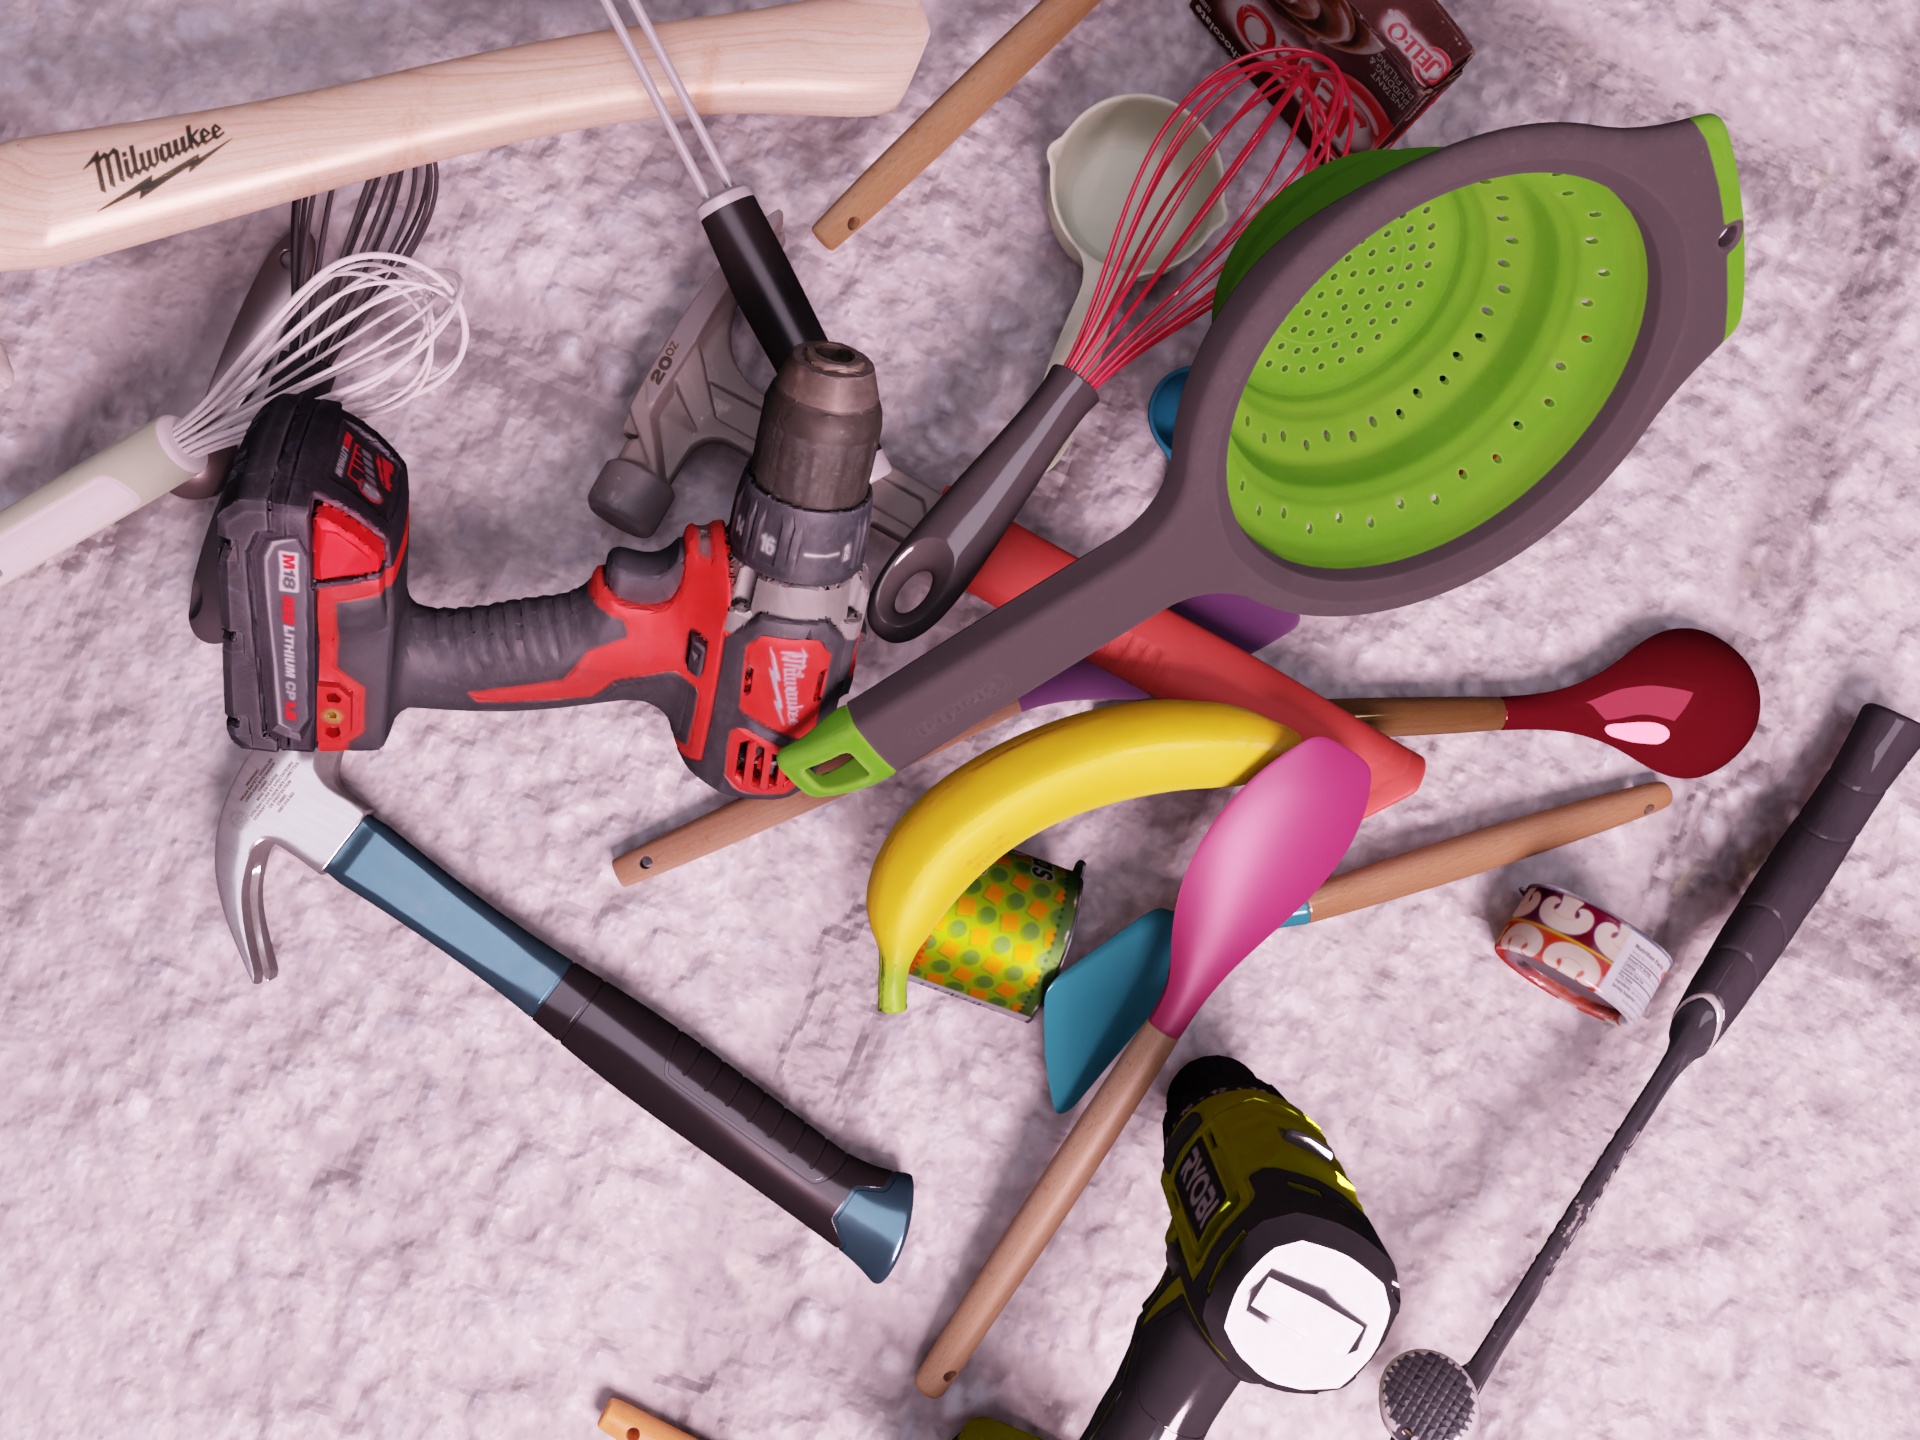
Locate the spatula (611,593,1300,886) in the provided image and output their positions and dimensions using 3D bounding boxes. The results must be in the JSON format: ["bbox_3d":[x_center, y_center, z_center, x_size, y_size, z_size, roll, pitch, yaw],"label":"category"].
[{"bbox_3d":[-0.001,-0.002,0.681,0.316,0.018,0.060,-25,90,-7],"label":"spatula"}]

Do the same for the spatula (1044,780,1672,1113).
[{"bbox_3d":[0.177,0.082,0.688,0.317,0.044,0.082,-16,129,-12],"label":"spatula"}]

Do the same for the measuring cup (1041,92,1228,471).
[{"bbox_3d":[0.060,-0.188,0.701,0.083,0.038,0.167,19,95,-5],"label":"measuring cup"}]

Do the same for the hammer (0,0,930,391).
[{"bbox_3d":[-0.208,-0.242,0.611,0.410,0.038,0.146,-19,97,-18],"label":"hammer"}]

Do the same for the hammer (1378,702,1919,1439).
[{"bbox_3d":[0.306,0.148,0.680,0.036,0.149,0.409,30,70,33],"label":"hammer"}]

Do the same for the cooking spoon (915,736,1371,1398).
[{"bbox_3d":[0.069,0.145,0.642,0.068,0.017,0.319,26,100,-33],"label":"cooking spoon"}]

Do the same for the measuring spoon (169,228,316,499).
[{"bbox_3d":[-0.297,-0.150,0.654,0.034,0.018,0.124,23,82,-5],"label":"measuring spoon"}]

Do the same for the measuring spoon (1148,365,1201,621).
[{"bbox_3d":[0.098,-0.092,0.708,0.042,0.021,0.128,4,94,-7],"label":"measuring spoon"}]

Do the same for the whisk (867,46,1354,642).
[{"bbox_3d":[0.057,-0.150,0.637,0.073,0.073,0.296,37,87,-4],"label":"whisk"}]

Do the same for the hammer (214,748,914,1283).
[{"bbox_3d":[-0.154,0.117,0.647,0.331,0.033,0.128,37,81,-4],"label":"hammer"}]

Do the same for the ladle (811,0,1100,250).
[{"bbox_3d":[0.050,-0.317,0.670,0.320,0.078,0.062,-44,55,-2],"label":"ladle"}]

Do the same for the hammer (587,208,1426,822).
[{"bbox_3d":[0.034,-0.067,0.666,0.359,0.036,0.149,29,80,1],"label":"hammer"}]

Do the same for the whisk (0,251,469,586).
[{"bbox_3d":[-0.290,-0.108,0.606,0.246,0.057,0.059,-25,47,13],"label":"whisk"}]

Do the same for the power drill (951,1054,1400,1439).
[{"bbox_3d":[0.070,0.244,0.608,0.080,0.190,0.228,29,97,-5],"label":"power drill"}]

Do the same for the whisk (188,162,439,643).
[{"bbox_3d":[-0.268,-0.145,0.646,0.055,0.055,0.239,19,88,-6],"label":"whisk"}]

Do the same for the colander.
[{"bbox_3d":[0.092,-0.102,0.609,0.397,0.204,0.095,-31,49,8],"label":"colander"}]

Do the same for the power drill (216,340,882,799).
[{"bbox_3d":[-0.142,-0.061,0.581,0.226,0.080,0.187,5,127,-16],"label":"power drill"}]

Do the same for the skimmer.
[{"bbox_3d":[-0.113,-0.250,0.575,0.127,0.090,0.363,-29,101,-10],"label":"skimmer"}]

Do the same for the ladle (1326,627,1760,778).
[{"bbox_3d":[0.215,-0.004,0.710,0.315,0.031,0.069,-2,88,-6],"label":"ladle"}]

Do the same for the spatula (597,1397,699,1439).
[{"bbox_3d":[-0.006,0.362,0.646,0.322,0.041,0.081,31,85,-4],"label":"spatula"}]
